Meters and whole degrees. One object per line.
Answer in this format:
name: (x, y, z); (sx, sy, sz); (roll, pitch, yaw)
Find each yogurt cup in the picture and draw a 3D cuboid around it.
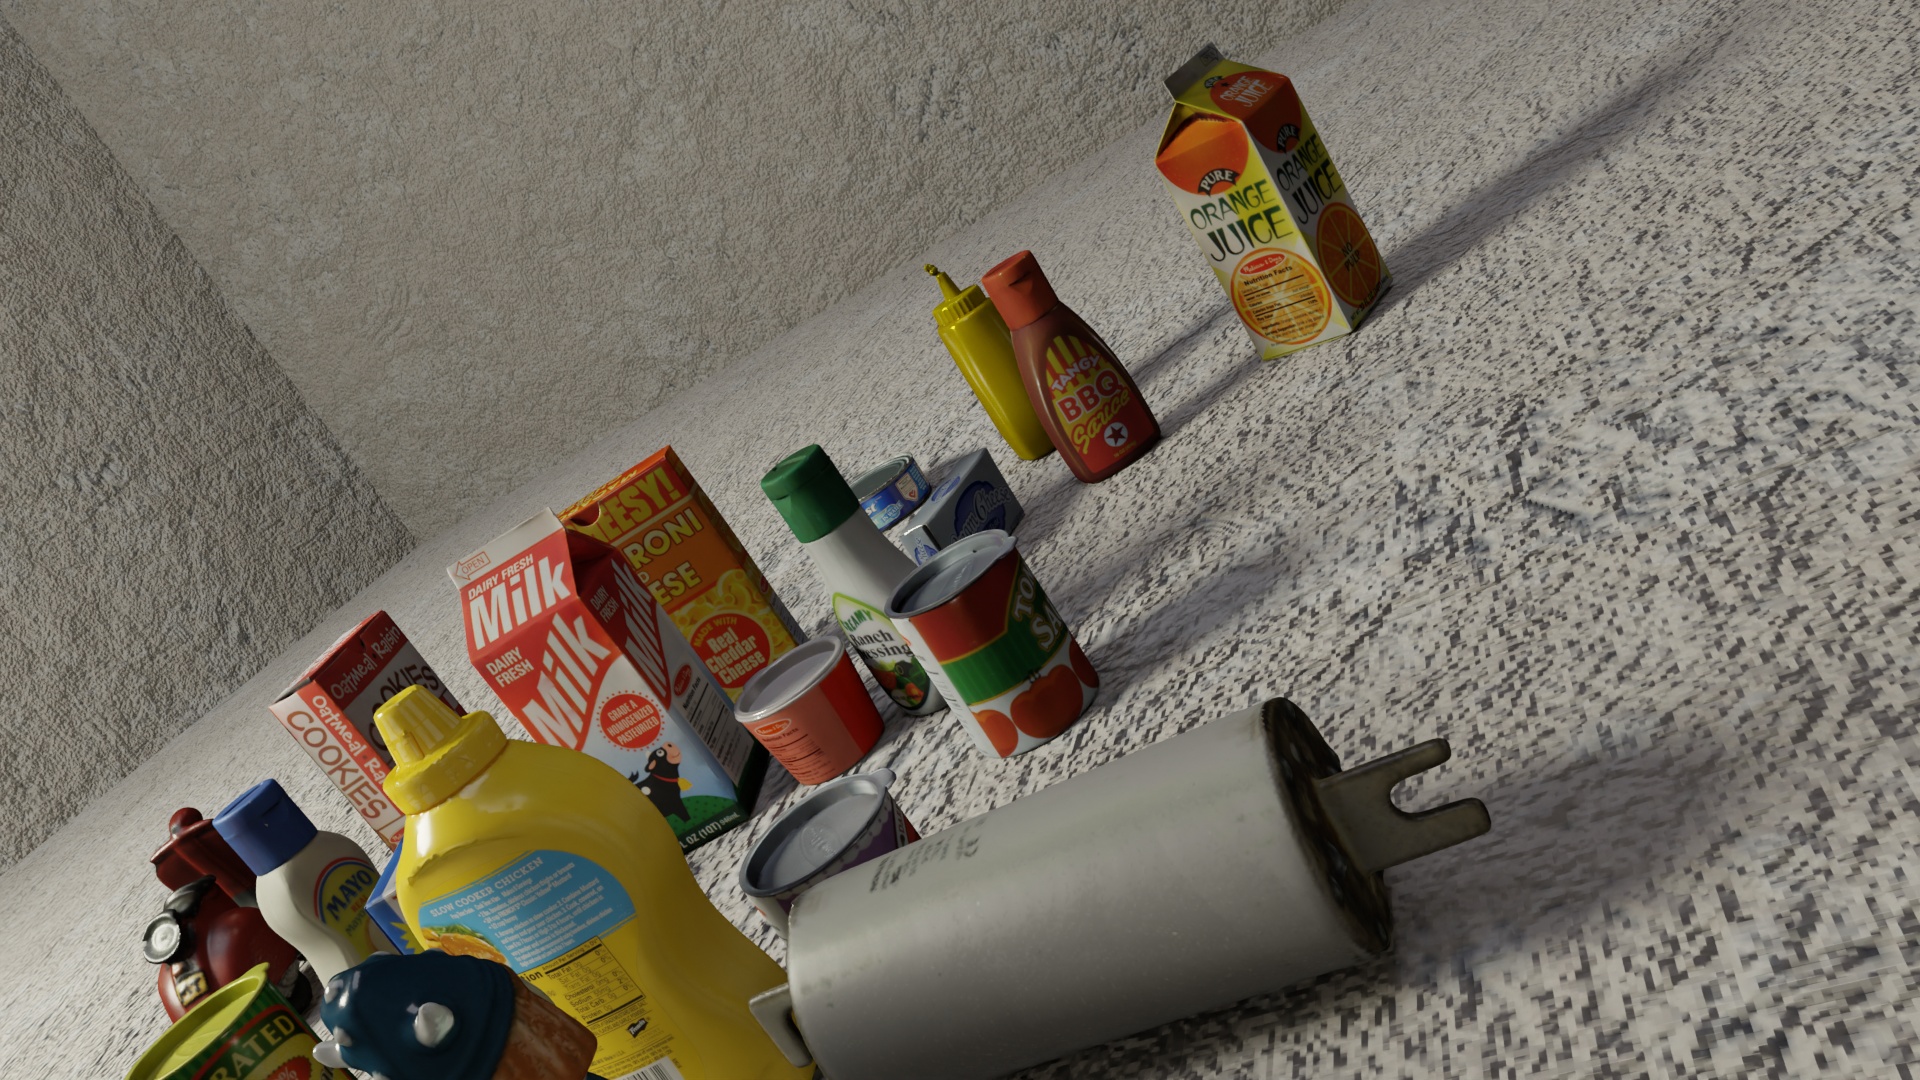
yogurt cup: (-0.077, 0.091, 0.730); (0.072, 0.054, 0.072); (-30, 16, 10)

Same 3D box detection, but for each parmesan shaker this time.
parmesan shaker: (-0.295, 0.246, 0.601); (0.071, 0.103, 0.071); (-30, 16, 10)

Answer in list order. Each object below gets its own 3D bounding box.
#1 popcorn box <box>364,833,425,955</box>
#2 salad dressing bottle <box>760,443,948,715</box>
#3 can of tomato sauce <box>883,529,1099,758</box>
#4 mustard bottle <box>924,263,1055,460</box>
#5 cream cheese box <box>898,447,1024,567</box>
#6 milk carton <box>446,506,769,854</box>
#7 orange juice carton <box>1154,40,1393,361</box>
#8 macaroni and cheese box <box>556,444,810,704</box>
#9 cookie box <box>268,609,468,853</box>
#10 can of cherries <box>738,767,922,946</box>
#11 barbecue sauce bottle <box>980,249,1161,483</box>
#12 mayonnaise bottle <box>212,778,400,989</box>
popcorn box: (-0.261, 0.187, 0.739); (0.038, 0.085, 0.127); (-33, 16, 0)
salad dressing bottle: (-0.047, 0.020, 0.711); (0.064, 0.147, 0.044); (-13, 25, 51)
can of tomato sauce: (0.017, 0.046, 0.633); (0.071, 0.083, 0.071); (-30, 16, 10)
mustard bottle: (0.022, -0.134, 1.008); (0.049, 0.160, 0.065); (-34, 16, -3)
cream cheese box: (0.003, -0.011, 0.877); (0.024, 0.053, 0.104); (-22, 19, 35)
milk carton: (-0.189, 0.075, 0.741); (0.072, 0.190, 0.074); (-30, 16, 12)
orange juice carton: (0.190, -0.219, 0.880); (0.073, 0.192, 0.072); (-15, 24, 48)
macaroni and cheese box: (-0.188, 0.042, 0.877); (0.124, 0.166, 0.040); (-32, 16, 3)
cookie box: (-0.371, 0.140, 0.934); (0.040, 0.167, 0.123); (-31, 16, 7)
can of cherries: (-0.039, 0.132, 0.534); (0.071, 0.058, 0.072); (-30, 16, 10)
barbecue sauce bottle: (0.066, -0.112, 0.882); (0.065, 0.148, 0.044); (-34, 16, -5)
mayonnaise bottle: (-0.337, 0.195, 0.746); (0.041, 0.148, 0.065); (-24, 18, 30)
